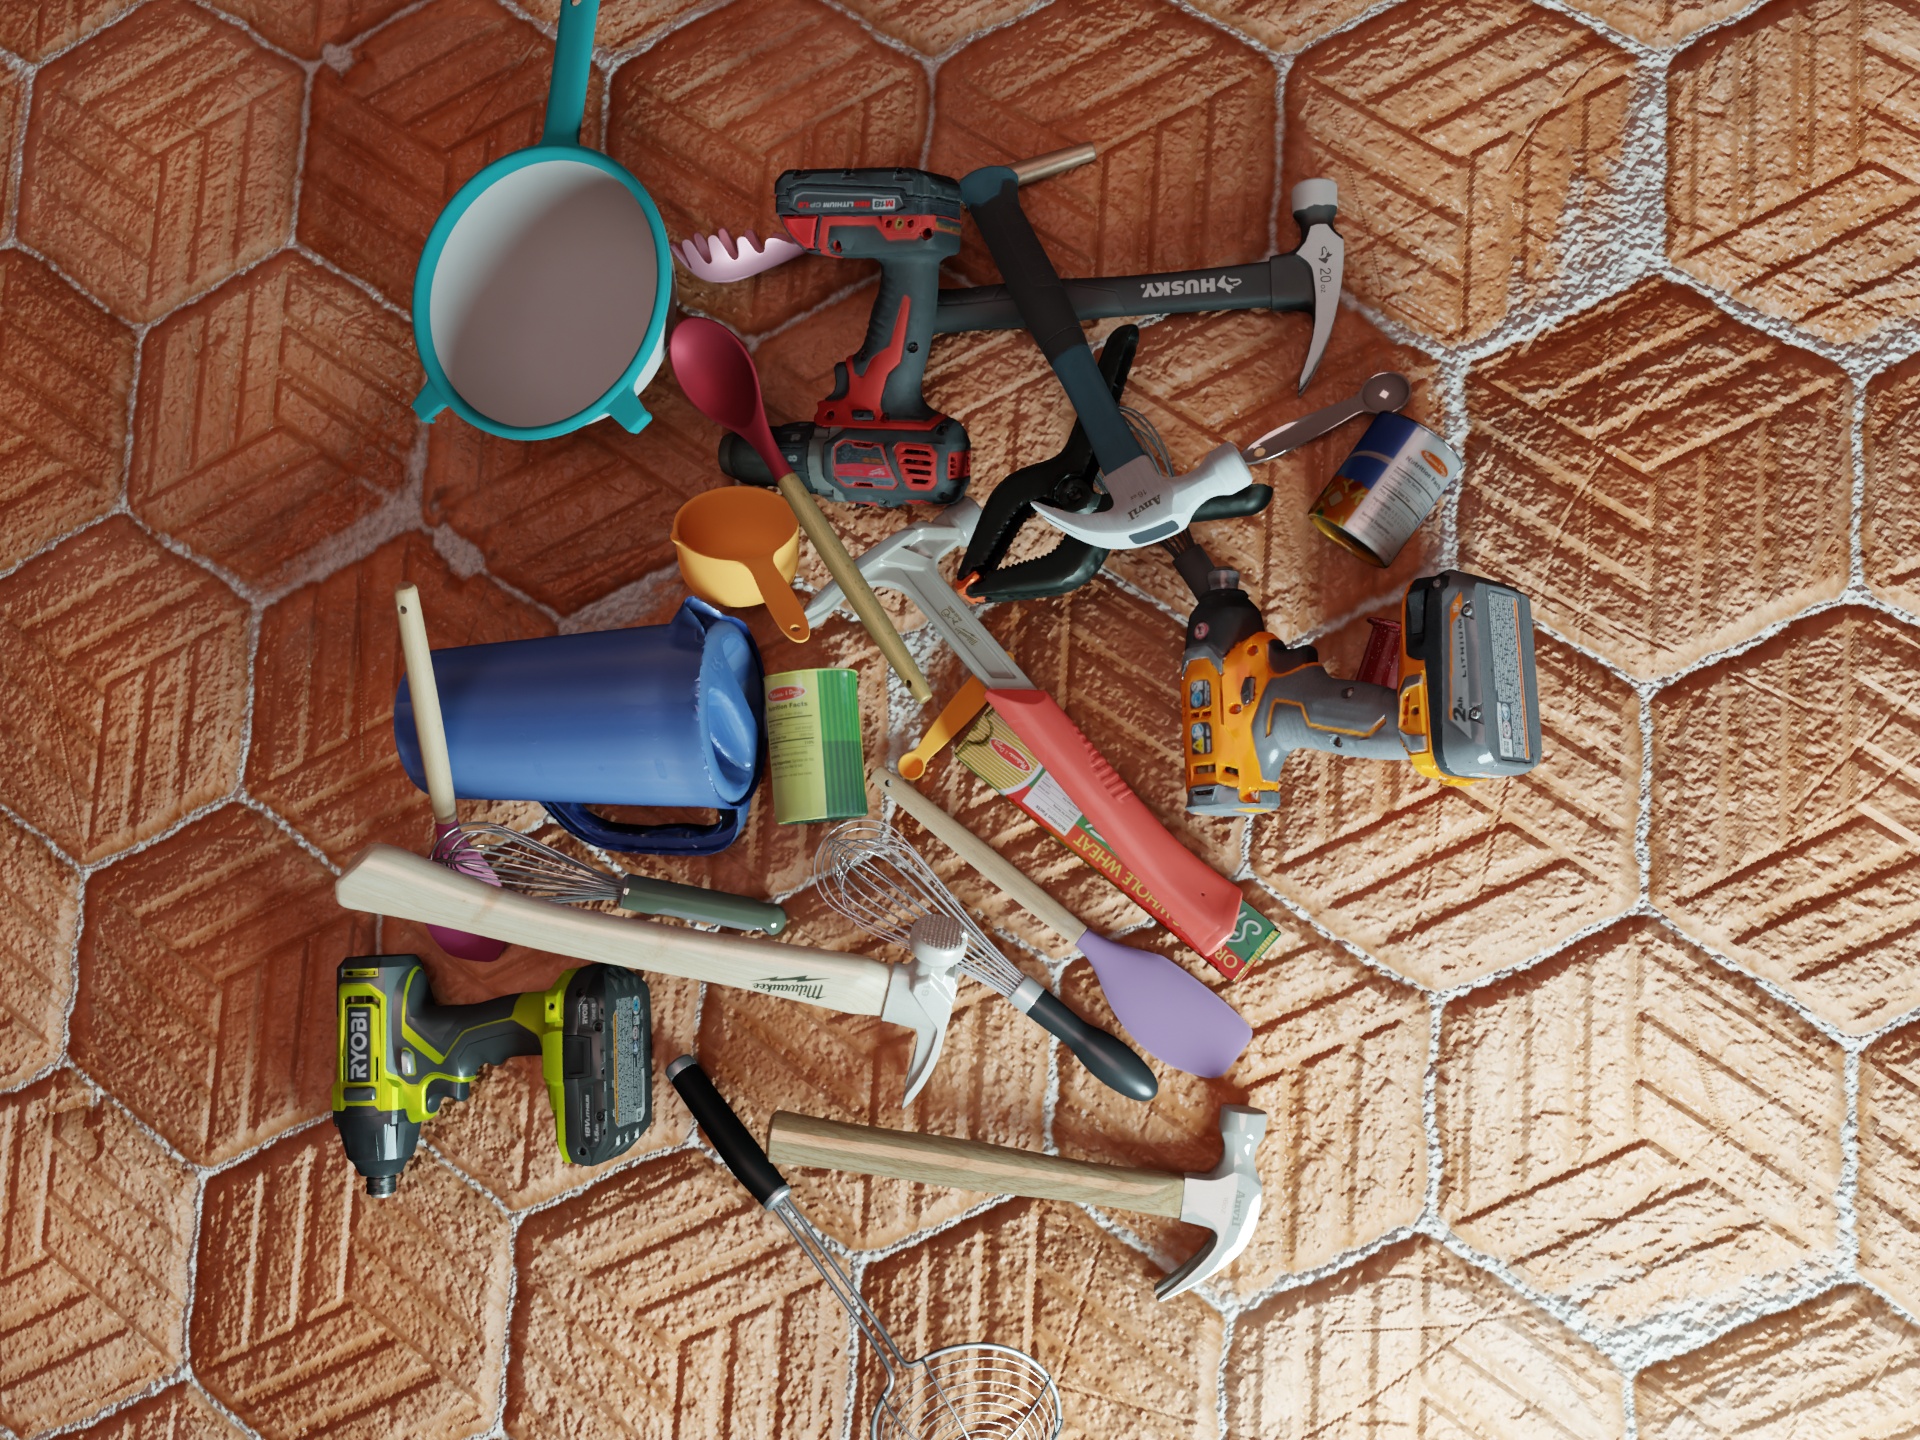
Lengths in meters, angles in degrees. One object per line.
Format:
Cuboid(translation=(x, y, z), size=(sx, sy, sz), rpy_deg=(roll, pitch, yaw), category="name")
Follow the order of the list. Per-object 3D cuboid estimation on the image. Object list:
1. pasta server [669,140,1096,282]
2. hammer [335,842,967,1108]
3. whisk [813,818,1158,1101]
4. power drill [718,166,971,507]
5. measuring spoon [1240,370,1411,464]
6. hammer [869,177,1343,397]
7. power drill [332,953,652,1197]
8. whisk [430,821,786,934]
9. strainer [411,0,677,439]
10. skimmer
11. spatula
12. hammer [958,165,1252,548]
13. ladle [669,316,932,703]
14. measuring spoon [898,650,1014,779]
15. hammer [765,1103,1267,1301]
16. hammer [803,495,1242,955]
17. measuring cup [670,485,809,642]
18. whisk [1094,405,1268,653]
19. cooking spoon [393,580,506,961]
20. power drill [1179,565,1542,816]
Cuboid(translation=(-0.057, -0.375, 1.158), size=(0.316, 0.060, 0.040), rpy_deg=(-16, 112, 6), category="pasta server")
Cuboid(translation=(-0.208, 0.157, 1.059), size=(0.410, 0.038, 0.146), rpy_deg=(12, 120, -1), category="hammer")
Cuboid(translation=(0.020, 0.166, 1.085), size=(0.284, 0.070, 0.070), rpy_deg=(37, 92, 6), category="whisk")
Cuboid(translation=(-0.084, -0.263, 1.111), size=(0.188, 0.080, 0.226), rpy_deg=(6, 104, 20), category="power drill")
Cuboid(translation=(0.252, -0.203, 1.100), size=(0.124, 0.018, 0.034), rpy_deg=(-23, 60, 14), category="measuring spoon")
Cuboid(translation=(0.100, -0.293, 1.123), size=(0.335, 0.035, 0.146), rpy_deg=(-2, 84, 10), category="hammer")
Cuboid(translation=(-0.338, 0.251, 1.131), size=(0.223, 0.080, 0.171), rpy_deg=(-3, 84, 13), category="power drill")
Cuboid(translation=(-0.242, 0.117, 1.104), size=(0.246, 0.058, 0.059), rpy_deg=(13, 73, -12), category="whisk")
Cuboid(translation=(-0.277, -0.363, 1.160), size=(0.211, 0.095, 0.340), rpy_deg=(6, 87, 20), category="strainer")
Cuboid(translation=(-0.078, 0.375, 1.095), size=(0.127, 0.090, 0.363), rpy_deg=(-45, 69, 7), category="skimmer")
Cuboid(translation=(0.061, 0.134, 1.094), size=(0.316, 0.018, 0.060), rpy_deg=(39, 93, 8), category="spatula")
Cuboid(translation=(0.070, -0.251, 1.056), size=(0.128, 0.033, 0.331), rpy_deg=(-30, 61, 15), category="hammer")
Cuboid(translation=(-0.106, -0.144, 1.082), size=(0.069, 0.031, 0.315), rpy_deg=(-42, 75, 43), category="ladle")
Cuboid(translation=(-0.002, -0.004, 1.128), size=(0.021, 0.011, 0.117), rpy_deg=(41, 89, 11), category="measuring spoon")
Cuboid(translation=(0.033, 0.304, 1.066), size=(0.331, 0.031, 0.130), rpy_deg=(7, 87, 5), category="hammer")
Cuboid(translation=(0.053, 0.015, 1.070), size=(0.149, 0.036, 0.359), rpy_deg=(-36, 75, -13), category="hammer")
Cuboid(translation=(-0.140, -0.093, 1.102), size=(0.095, 0.052, 0.174), rpy_deg=(-17, 49, -19), category="measuring cup")
Cuboid(translation=(0.158, -0.115, 1.093), size=(0.055, 0.055, 0.239), rpy_deg=(-33, 84, 6), category="whisk")
Cuboid(translation=(-0.356, 0.047, 1.087), size=(0.069, 0.017, 0.318), rpy_deg=(7, 124, 7), category="cooking spoon")
Cuboid(translation=(0.232, -0.029, 0.984), size=(0.226, 0.084, 0.164), rpy_deg=(-10, 79, 45), category="power drill")
